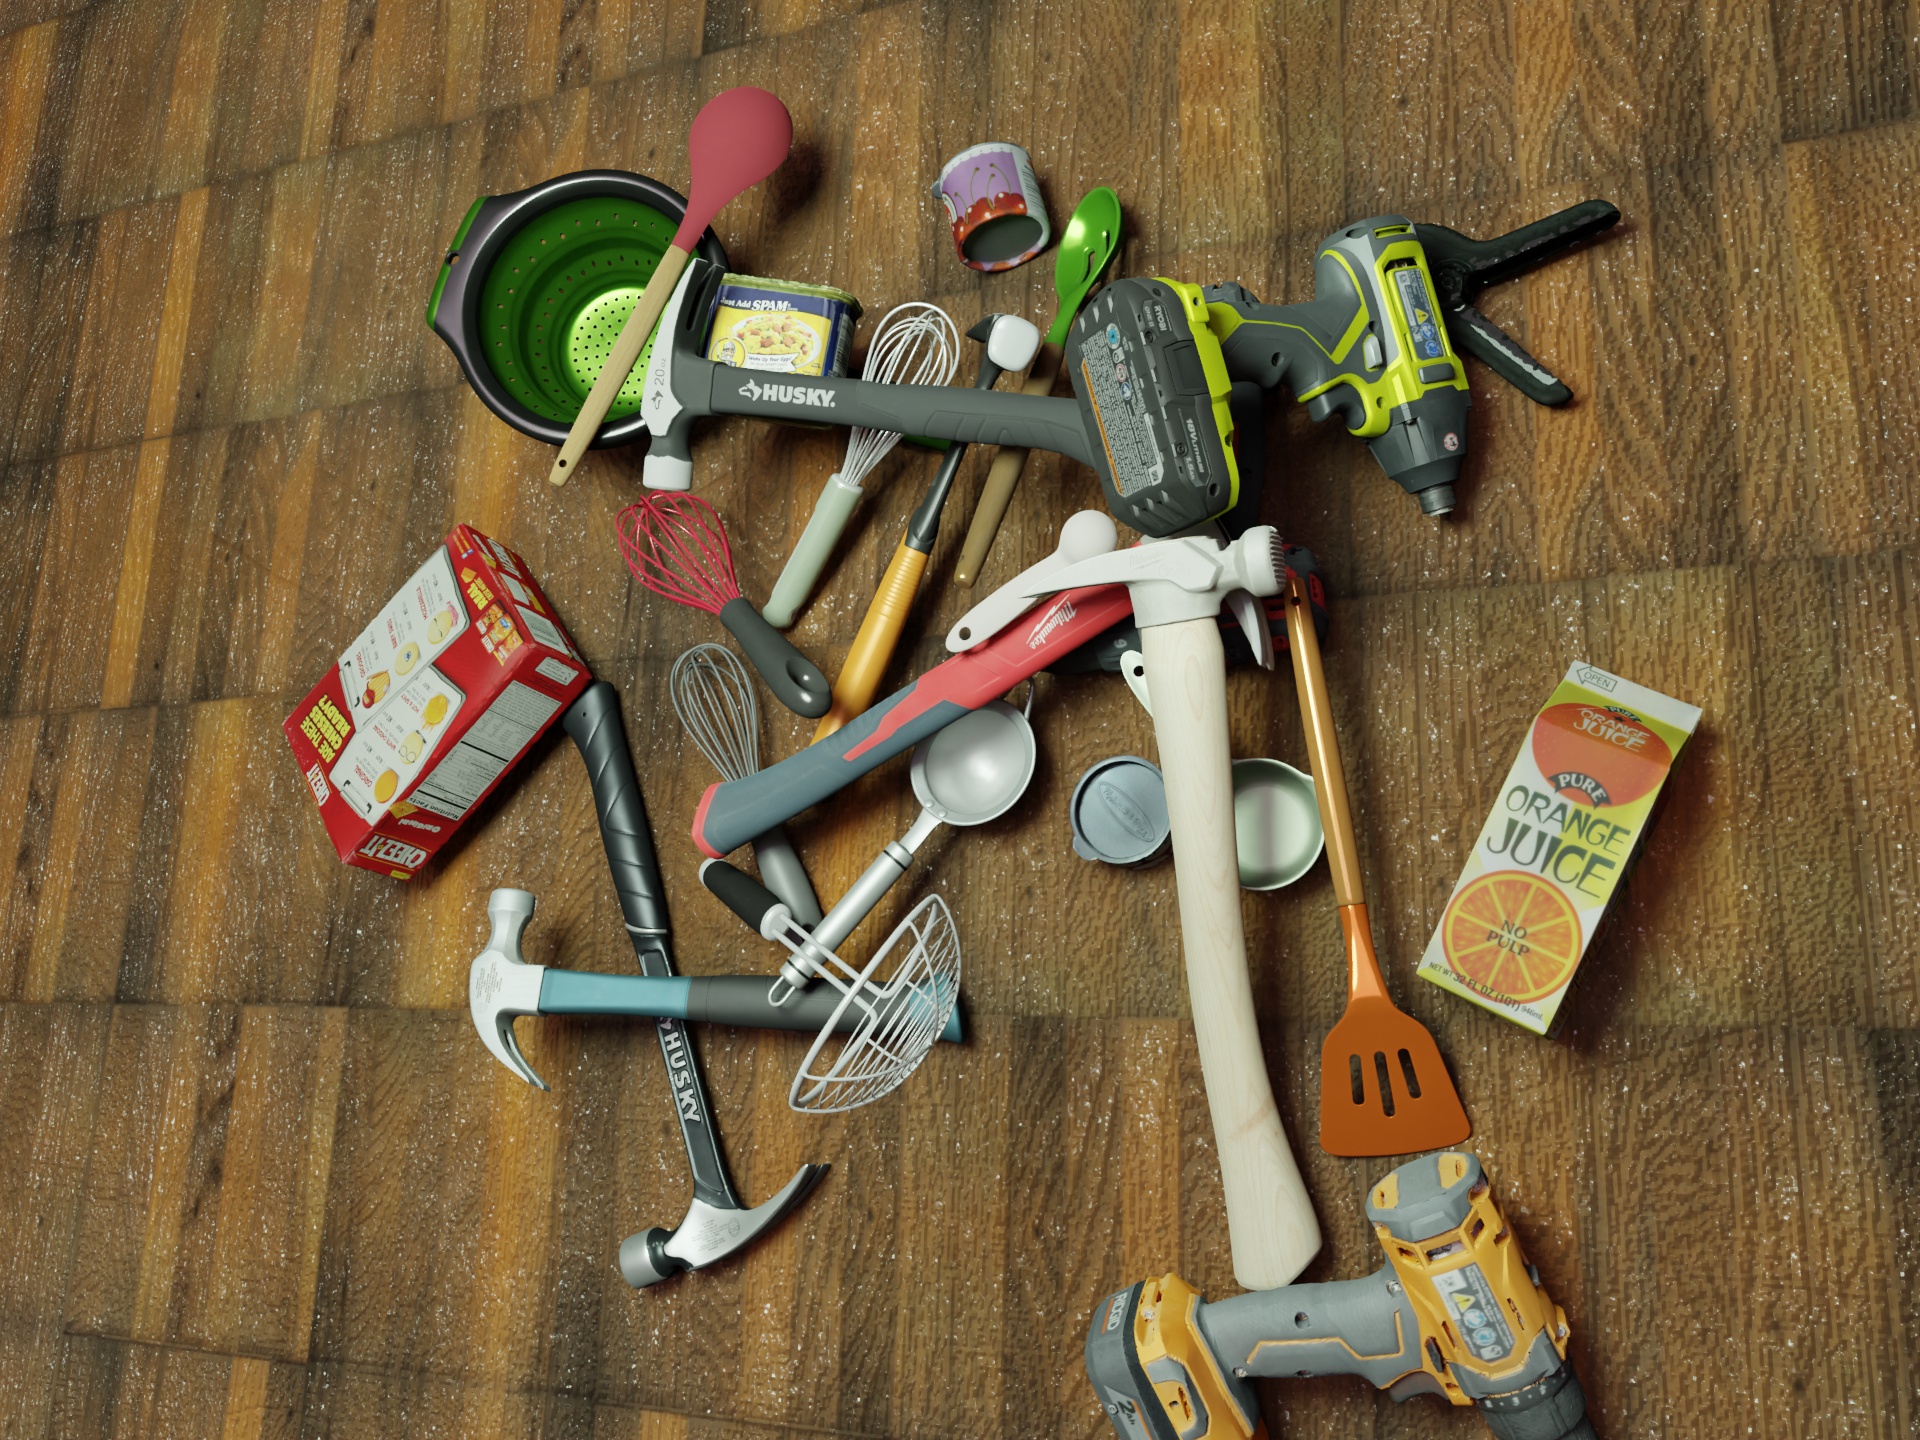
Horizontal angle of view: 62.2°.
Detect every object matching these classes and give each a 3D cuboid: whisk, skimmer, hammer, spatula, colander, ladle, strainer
[{"bbox_3d":[-0.073,-0.166,1.067,0.059,0.058,0.246,32,109,4],"label":"whisk"},{"bbox_3d":[-0.104,0.119,0.911,0.127,0.090,0.363,-56,29,-7],"label":"skimmer"},{"bbox_3d":[-0.002,-0.003,0.965,0.386,0.038,0.143,-31,73,19],"label":"hammer"},{"bbox_3d":[-0.035,-0.104,1.042,0.034,0.127,0.337,22,98,-11],"label":"hammer"},{"bbox_3d":[0.213,0.079,0.883,0.081,0.041,0.323,-11,80,15],"label":"spatula"},{"bbox_3d":[-0.181,-0.259,1.151,0.397,0.094,0.204,20,85,9],"label":"colander"},{"bbox_3d":[-0.207,-0.302,1.099,0.069,0.031,0.315,27,88,4],"label":"ladle"},{"bbox_3d":[0.130,0.107,0.876,0.146,0.038,0.410,-8,91,23],"label":"hammer"},{"bbox_3d":[-0.138,0.051,1.070,0.055,0.055,0.239,-29,72,15],"label":"whisk"},{"bbox_3d":[-0.204,0.158,1.077,0.149,0.036,0.409,-25,68,15],"label":"hammer"},{"bbox_3d":[-0.158,0.176,1.015,0.331,0.033,0.128,1,68,12],"label":"hammer"},{"bbox_3d":[-0.047,-0.197,0.970,0.335,0.035,0.146,10,99,23],"label":"hammer"},{"bbox_3d":[-0.033,0.078,0.996,0.087,0.050,0.258,37,83,33],"label":"strainer"},{"bbox_3d":[-0.159,-0.081,1.064,0.073,0.073,0.296,-50,46,5],"label":"whisk"}]

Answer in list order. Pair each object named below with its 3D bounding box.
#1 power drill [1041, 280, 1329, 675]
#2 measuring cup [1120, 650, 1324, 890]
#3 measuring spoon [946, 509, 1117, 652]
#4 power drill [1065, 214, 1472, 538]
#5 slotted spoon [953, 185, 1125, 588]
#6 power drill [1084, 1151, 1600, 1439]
[{"bbox_3d":[0.121,-0.138,0.984,0.188,0.080,0.227,-9,76,22],"label":"power drill"},{"bbox_3d":[0.150,0.026,0.938,0.083,0.038,0.168,-39,73,8],"label":"measuring cup"},{"bbox_3d":[0.037,-0.078,0.922,0.124,0.018,0.034,-37,73,18],"label":"measuring spoon"},{"bbox_3d":[0.184,-0.182,0.888,0.223,0.080,0.171,-15,89,-25],"label":"power drill"},{"bbox_3d":[0.050,-0.214,1.009,0.070,0.031,0.314,-21,44,55],"label":"slotted spoon"},{"bbox_3d":[0.201,0.342,0.814,0.226,0.084,0.185,-27,92,17],"label":"power drill"}]
